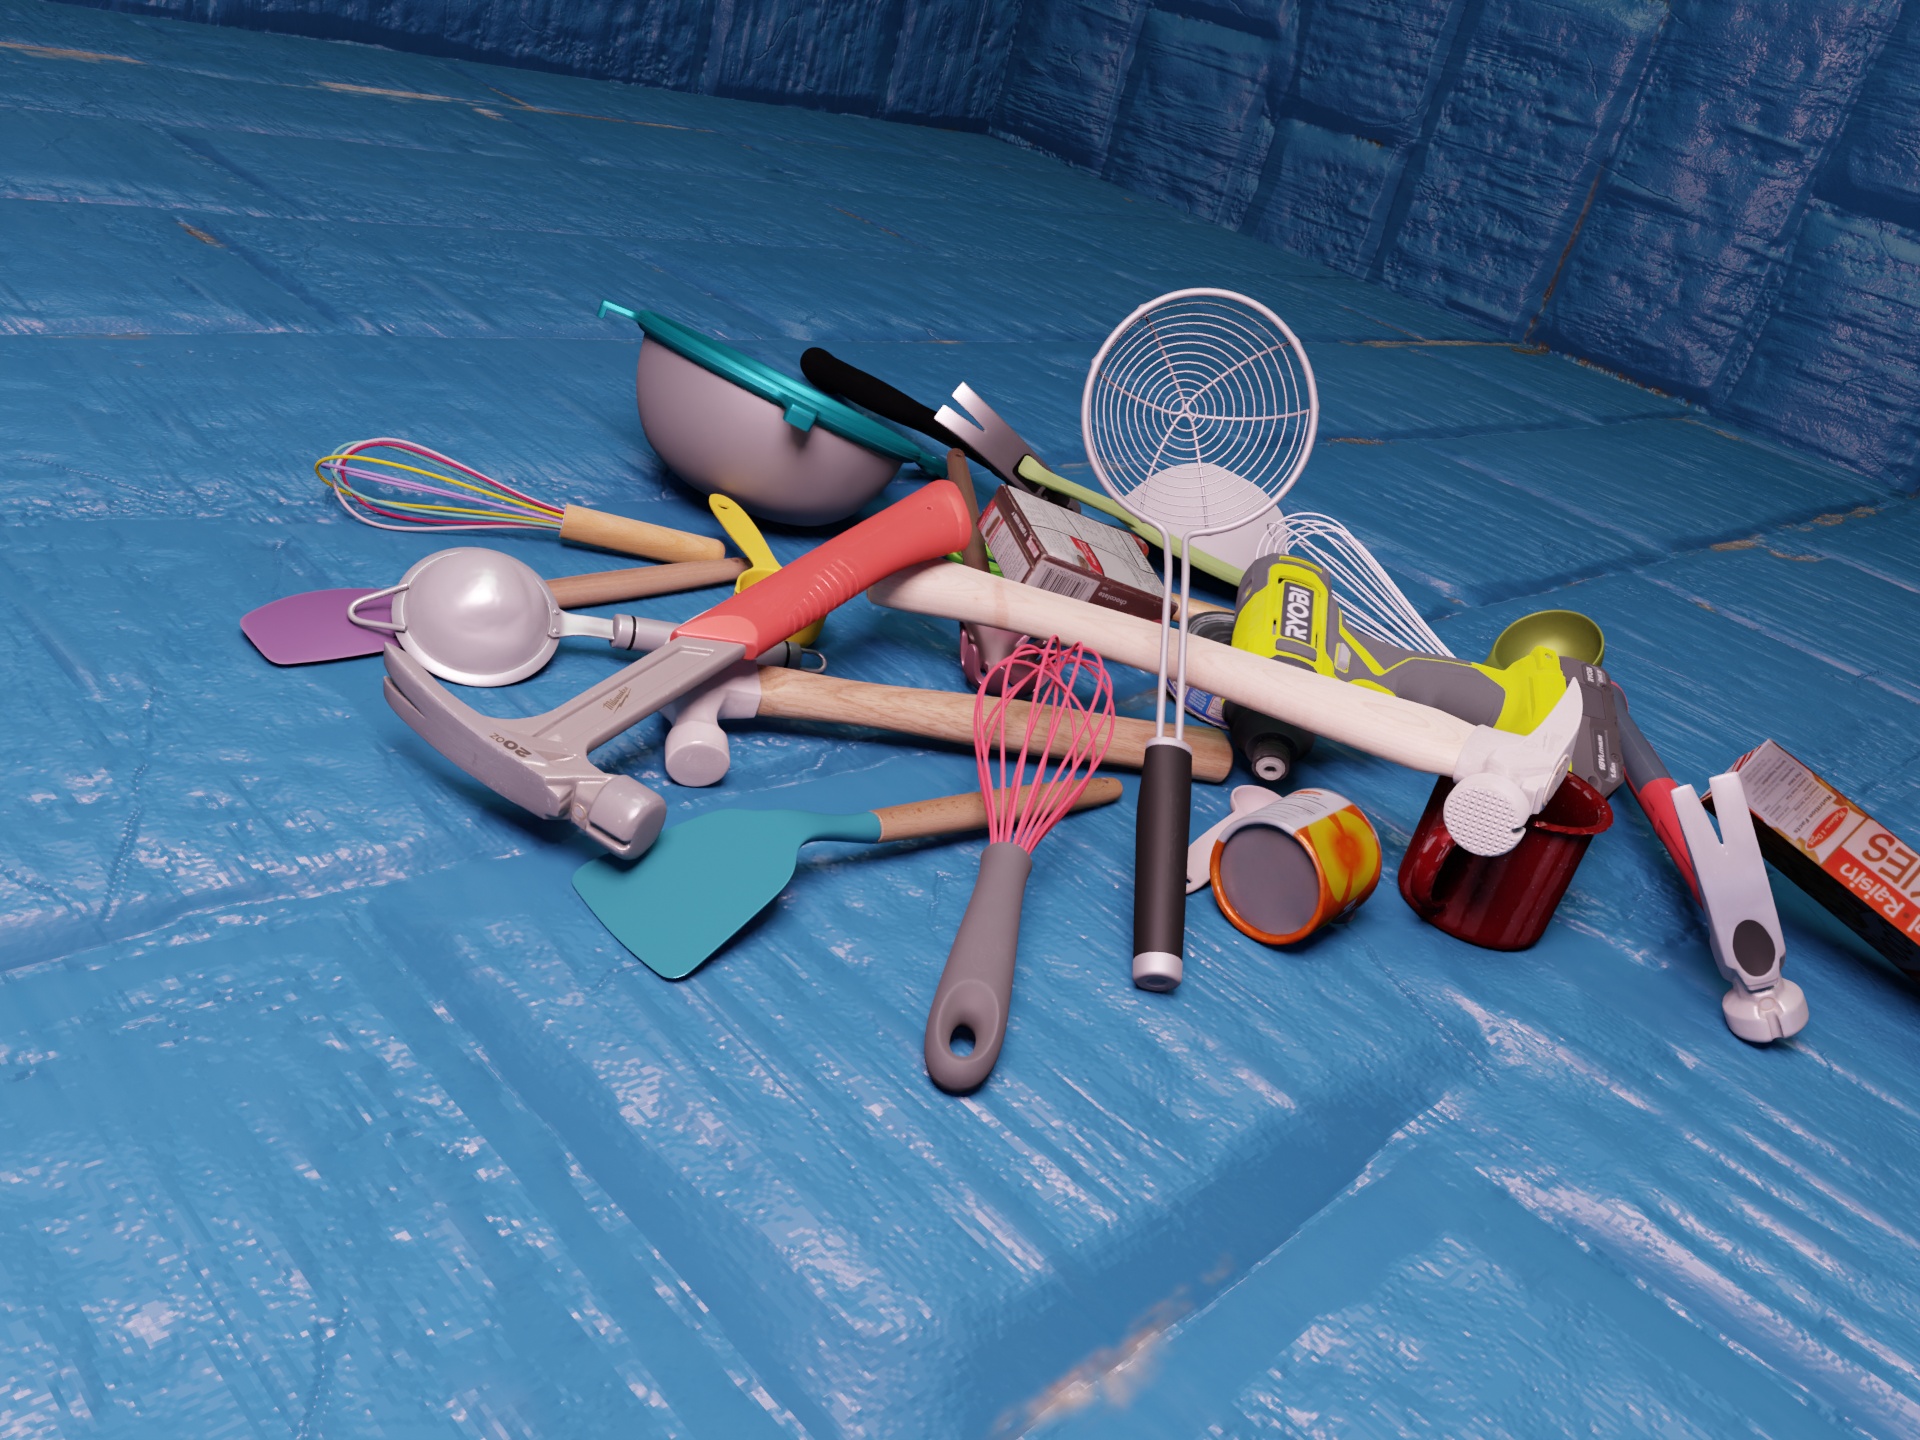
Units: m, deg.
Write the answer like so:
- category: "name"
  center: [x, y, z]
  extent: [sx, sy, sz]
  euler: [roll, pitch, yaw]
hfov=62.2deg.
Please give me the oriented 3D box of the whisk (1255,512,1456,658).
- category: "whisk"
  center: [0.313, -0.041, 1.061]
  extent: [0.285, 0.070, 0.070]
  euler: [42, 33, 15]

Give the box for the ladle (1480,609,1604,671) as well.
- category: "ladle"
  center: [0.323, -0.045, 1.122]
  extent: [0.320, 0.062, 0.078]
  euler: [-2, 32, -26]

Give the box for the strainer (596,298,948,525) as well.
- category: "strainer"
  center: [-0.110, -0.186, 1.141]
  extent: [0.211, 0.095, 0.340]
  euler: [32, 10, 26]

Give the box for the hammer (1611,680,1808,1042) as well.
- category: "hammer"
  center: [0.417, 0.034, 0.956]
  extent: [0.038, 0.143, 0.386]
  euler: [-18, 15, 16]

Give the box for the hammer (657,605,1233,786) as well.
- category: "hammer"
  center: [-0.001, -0.003, 0.866]
  extent: [0.331, 0.031, 0.130]
  euler: [8, 40, -22]

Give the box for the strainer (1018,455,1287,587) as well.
- category: "strainer"
  center: [0.154, -0.169, 1.186]
  extent: [0.256, 0.069, 0.152]
  euler: [17, 19, -36]

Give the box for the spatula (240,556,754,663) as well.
- category: "spatula"
  center: [-0.243, -0.070, 0.895]
  extent: [0.316, 0.018, 0.060]
  euler: [-14, 45, -45]

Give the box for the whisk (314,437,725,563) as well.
- category: "whisk"
  center: [-0.266, -0.127, 0.974]
  extent: [0.245, 0.047, 0.051]
  euler: [12, 38, -18]

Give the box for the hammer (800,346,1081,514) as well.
- category: "hammer"
  center: [-0.041, -0.253, 1.298]
  extent: [0.146, 0.035, 0.335]
  euler: [40, -2, -43]

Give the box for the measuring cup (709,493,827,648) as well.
- category: "measuring cup"
  center: [-0.128, -0.092, 0.977]
  extent: [0.062, 0.029, 0.157]
  euler: [2, 34, -31]

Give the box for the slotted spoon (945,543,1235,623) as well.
- category: "slotted spoon"
  center: [0.127, -0.082, 1.090]
  extent: [0.314, 0.031, 0.070]
  euler: [18, 31, 13]

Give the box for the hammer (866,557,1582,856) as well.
- category: "hammer"
  center: [0.125, -0.038, 0.875]
  extent: [0.411, 0.038, 0.146]
  euler: [20, 34, 28]

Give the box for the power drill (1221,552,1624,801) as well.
- category: "power drill"
  center: [0.267, -0.002, 0.943]
  extent: [0.223, 0.080, 0.171]
  euler: [18, 44, -2]

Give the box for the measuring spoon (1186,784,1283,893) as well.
- category: "measuring spoon"
  center: [0.139, 0.068, 0.846]
  extent: [0.034, 0.018, 0.124]
  euler: [29, 36, 23]

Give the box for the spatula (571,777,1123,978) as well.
- category: "spatula"
  center: [-0.028, 0.057, 0.762]
  extent: [0.317, 0.044, 0.082]
  euler: [-6, 31, -45]

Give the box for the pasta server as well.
- category: "pasta server"
  center: [0.013, -0.107, 1.045]
  extent: [0.060, 0.040, 0.317]
  euler: [10, 35, -14]

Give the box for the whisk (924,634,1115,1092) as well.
- category: "whisk"
  center: [0.025, 0.051, 0.727]
  extent: [0.073, 0.073, 0.296]
  euler: [16, 39, 1]

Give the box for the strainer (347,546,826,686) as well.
- category: "strainer"
  center: [-0.189, -0.051, 0.854]
  extent: [0.258, 0.050, 0.087]
  euler: [8, 57, -29]

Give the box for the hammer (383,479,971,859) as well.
- category: "hammer"
  center: [-0.110, -0.057, 0.811]
  extent: [0.149, 0.036, 0.359]
  euler: [31, 39, 17]

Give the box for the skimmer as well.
- category: "skimmer"
  center: [0.112, -0.052, 0.778]
  extent: [0.127, 0.090, 0.364]
  euler: [11, 58, -6]
